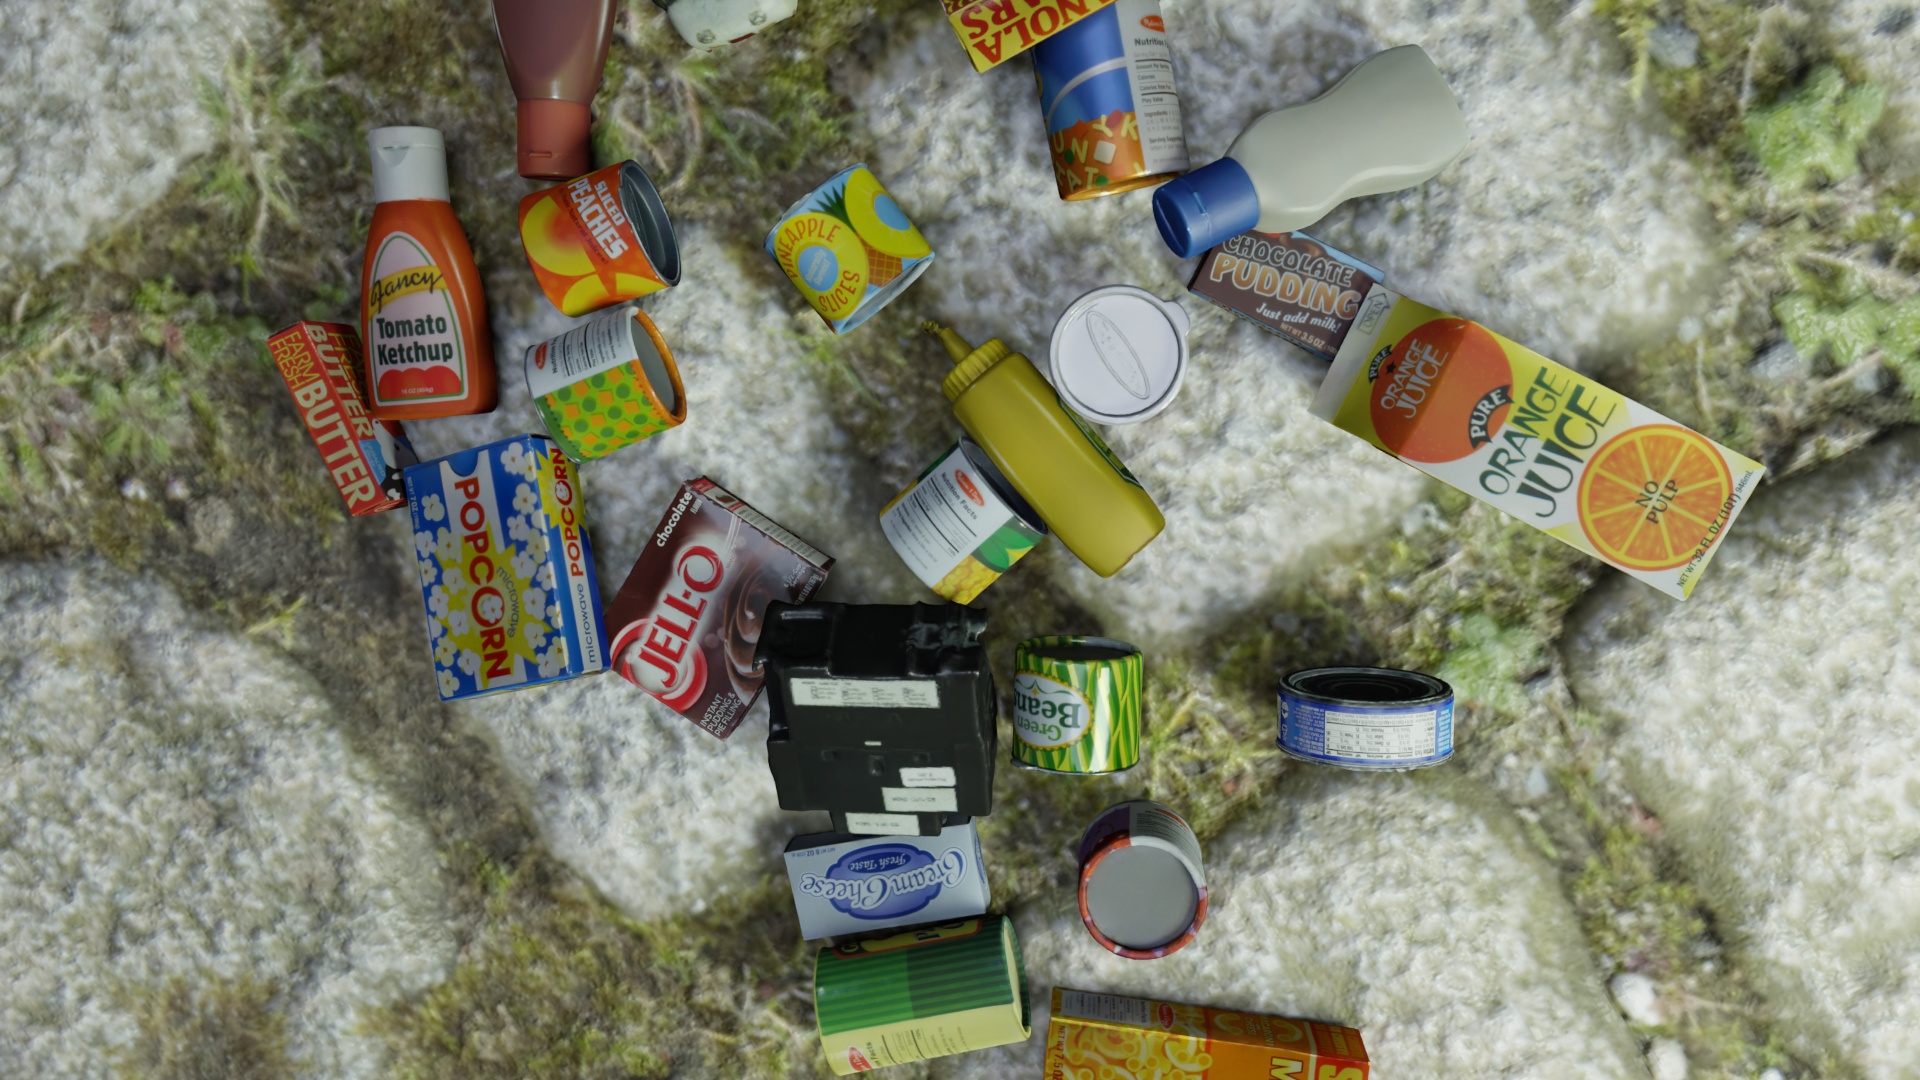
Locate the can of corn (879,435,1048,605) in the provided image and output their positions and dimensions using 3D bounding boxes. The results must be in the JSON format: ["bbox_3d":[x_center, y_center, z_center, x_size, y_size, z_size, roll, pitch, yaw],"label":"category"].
[{"bbox_3d":[0.003,-0.009,0.706,0.058,0.071,0.071,-42,92,13],"label":"can of corn"}]

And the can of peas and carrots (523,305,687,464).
[{"bbox_3d":[-0.180,-0.079,0.715,0.059,0.071,0.071,-21,95,7],"label":"can of peas and carrots"}]

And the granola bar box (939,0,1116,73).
[{"bbox_3d":[0.058,-0.300,0.642,0.165,0.039,0.125,-26,53,8],"label":"granola bar box"}]

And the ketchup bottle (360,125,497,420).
[{"bbox_3d":[-0.282,-0.138,0.727,0.065,0.043,0.148,-3,96,4],"label":"ketchup bottle"}]

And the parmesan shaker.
[{"bbox_3d":[-0.019,0.242,0.741,0.103,0.071,0.071,-13,96,6],"label":"parmesan shaker"}]

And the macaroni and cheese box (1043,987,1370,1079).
[{"bbox_3d":[0.126,0.315,0.747,0.166,0.040,0.123,6,98,5],"label":"macaroni and cheese box"}]

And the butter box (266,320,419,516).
[{"bbox_3d":[-0.322,-0.065,0.735,0.024,0.053,0.103,-24,95,6],"label":"butter box"}]

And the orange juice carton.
[{"bbox_3d":[0.269,-0.050,0.670,0.193,0.073,0.071,27,100,2],"label":"orange juice carton"}]

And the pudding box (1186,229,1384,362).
[{"bbox_3d":[0.162,-0.129,0.692,0.084,0.030,0.049,27,98,1],"label":"pudding box"}]

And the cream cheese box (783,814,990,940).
[{"bbox_3d":[-0.039,0.182,0.754,0.104,0.024,0.053,-11,98,7],"label":"cream cheese box"}]

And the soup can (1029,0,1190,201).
[{"bbox_3d":[0.069,-0.212,0.674,0.071,0.071,0.083,-11,97,7],"label":"soup can"}]

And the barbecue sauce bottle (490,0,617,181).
[{"bbox_3d":[-0.206,-0.259,0.704,0.065,0.044,0.148,3,98,5],"label":"barbecue sauce bottle"}]

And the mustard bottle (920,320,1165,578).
[{"bbox_3d":[0.036,-0.053,0.698,0.048,0.065,0.160,-41,88,9],"label":"mustard bottle"}]

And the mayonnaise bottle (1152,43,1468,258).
[{"bbox_3d":[0.163,-0.180,0.660,0.148,0.041,0.065,-26,86,-9],"label":"mayonnaise bottle"}]

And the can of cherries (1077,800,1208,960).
[{"bbox_3d":[0.093,0.178,0.724,0.071,0.058,0.071,1,97,5],"label":"can of cherries"}]

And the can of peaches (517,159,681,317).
[{"bbox_3d":[-0.182,-0.152,0.701,0.058,0.071,0.071,-16,96,9],"label":"can of peaches"}]

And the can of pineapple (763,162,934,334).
[{"bbox_3d":[-0.056,-0.144,0.691,0.071,0.071,0.058,-39,93,9],"label":"can of pineapple"}]

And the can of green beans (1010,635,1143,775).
[{"bbox_3d":[0.060,0.083,0.710,0.071,0.071,0.057,2,98,5],"label":"can of green beans"}]

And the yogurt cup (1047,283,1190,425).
[{"bbox_3d":[0.078,-0.092,0.693,0.072,0.054,0.072,1,98,6],"label":"yogurt cup"}]

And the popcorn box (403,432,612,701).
[{"bbox_3d":[-0.237,0.015,0.725,0.085,0.038,0.126,-12,86,22],"label":"popcorn box"}]
